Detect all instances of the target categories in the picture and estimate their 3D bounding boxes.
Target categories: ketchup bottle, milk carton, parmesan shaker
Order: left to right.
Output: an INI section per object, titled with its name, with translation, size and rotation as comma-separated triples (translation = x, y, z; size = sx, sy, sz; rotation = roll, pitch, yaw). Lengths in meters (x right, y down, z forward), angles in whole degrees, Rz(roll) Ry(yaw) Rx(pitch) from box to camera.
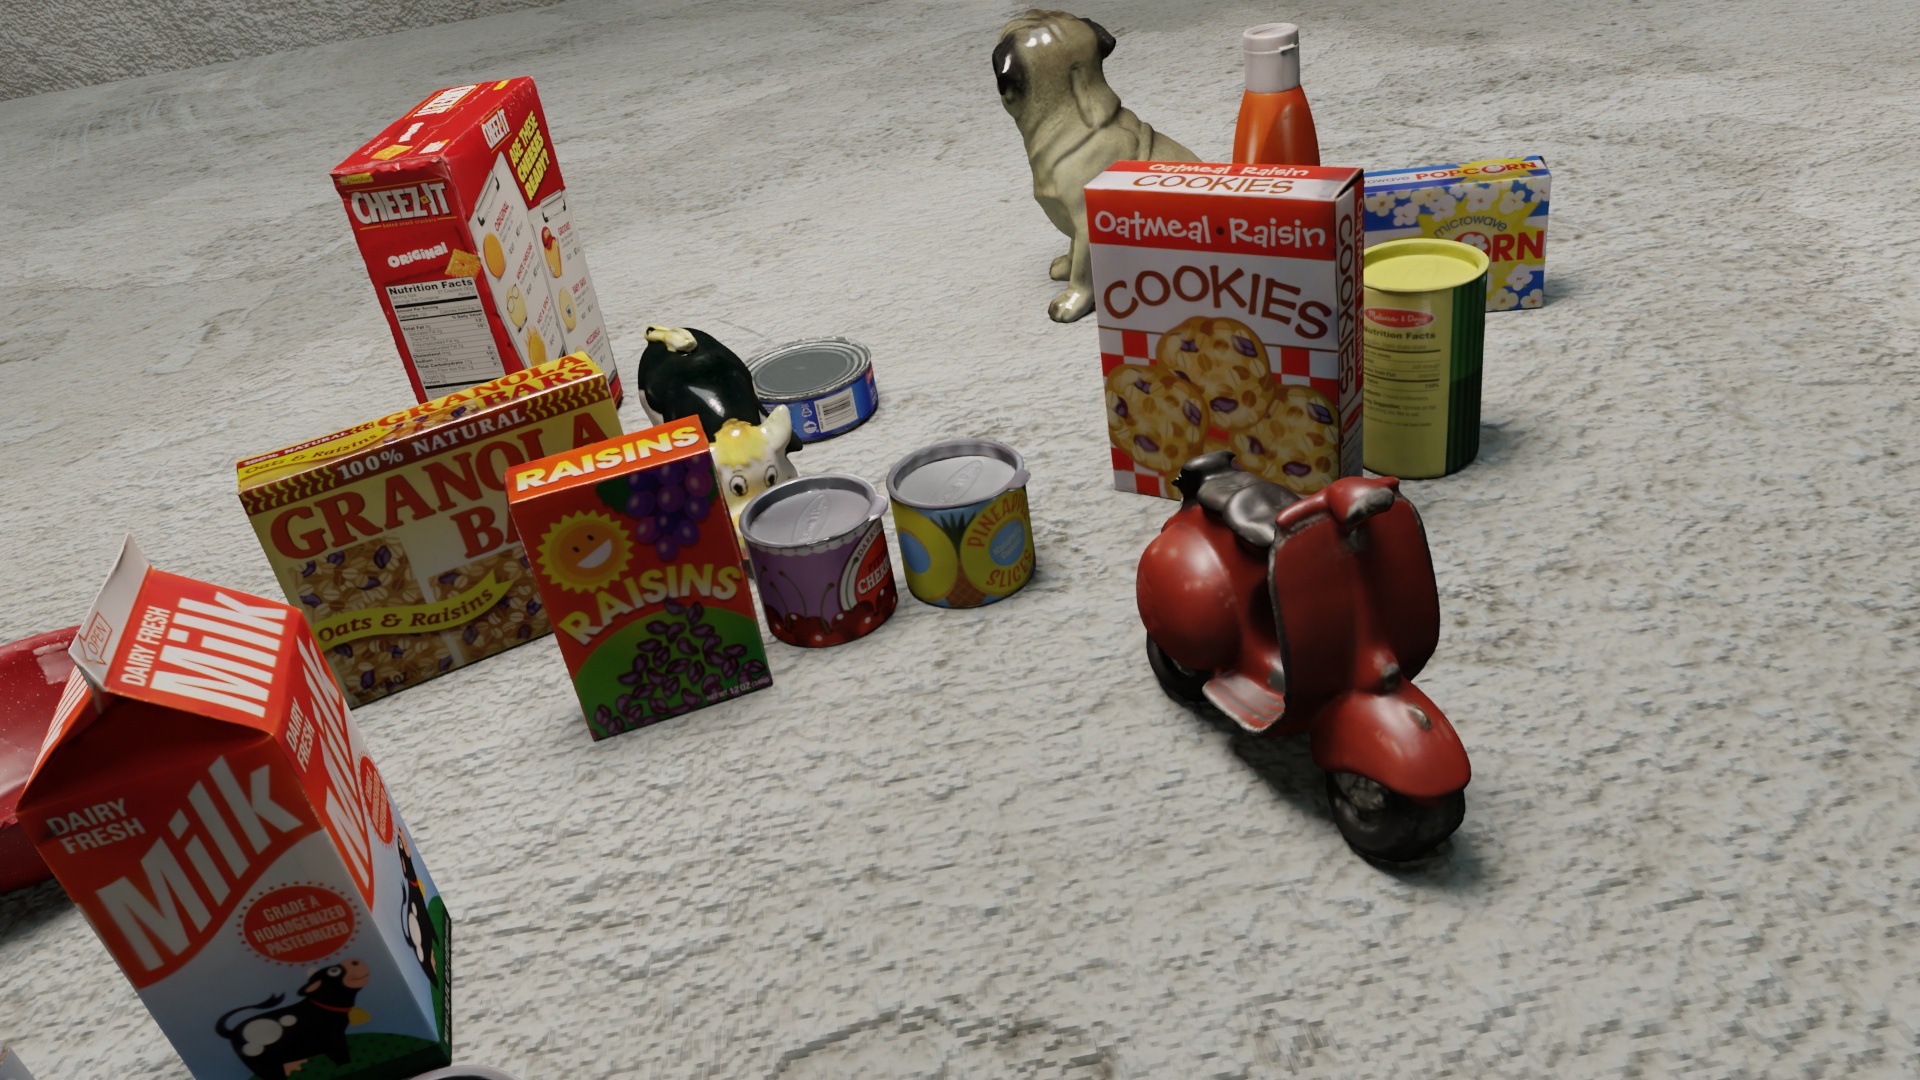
[milk carton]
translation = -0.230, 0.092, 0.443
size = 0.073, 0.189, 0.072
rotation = -16, 32, -10
[ketchup bottle]
translation = 0.217, -0.276, 0.957
size = 0.065, 0.148, 0.044
rotation = -20, 33, -17
[parmesan shaker]
translation = 0.226, -0.092, 0.700
size = 0.071, 0.102, 0.071
rotation = -7, 31, 4

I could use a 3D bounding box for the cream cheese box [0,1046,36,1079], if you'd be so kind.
[cream cheese box]
translation = -0.343, 0.197, 0.437
size = 0.104, 0.053, 0.024
rotation = -12, 31, -4

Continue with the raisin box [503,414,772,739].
[raisin box]
translation = -0.137, 0.017, 0.605
size = 0.086, 0.122, 0.040
rotation = -17, 32, -11

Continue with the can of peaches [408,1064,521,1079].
[can of peaches]
translation = -0.137, 0.191, 0.384
size = 0.071, 0.057, 0.071
rotation = -7, 31, 4

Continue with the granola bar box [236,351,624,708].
[granola bar box]
translation = -0.238, -0.006, 0.669
size = 0.166, 0.123, 0.039
rotation = -22, 33, -19

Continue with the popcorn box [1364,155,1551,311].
[popcorn box]
translation = 0.289, -0.182, 0.846
size = 0.127, 0.084, 0.038
rotation = -3, 32, 11

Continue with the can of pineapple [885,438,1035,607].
[can of pineapple]
translation = 0.002, -0.008, 0.669
size = 0.071, 0.057, 0.071
rotation = -7, 31, 4

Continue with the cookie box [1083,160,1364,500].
[cookie box]
translation = 0.130, -0.096, 0.672
size = 0.123, 0.166, 0.040
rotation = 11, 37, 31

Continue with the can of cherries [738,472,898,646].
[can of cherries]
translation = -0.064, 0.009, 0.659
size = 0.071, 0.058, 0.072
rotation = -7, 31, 4
